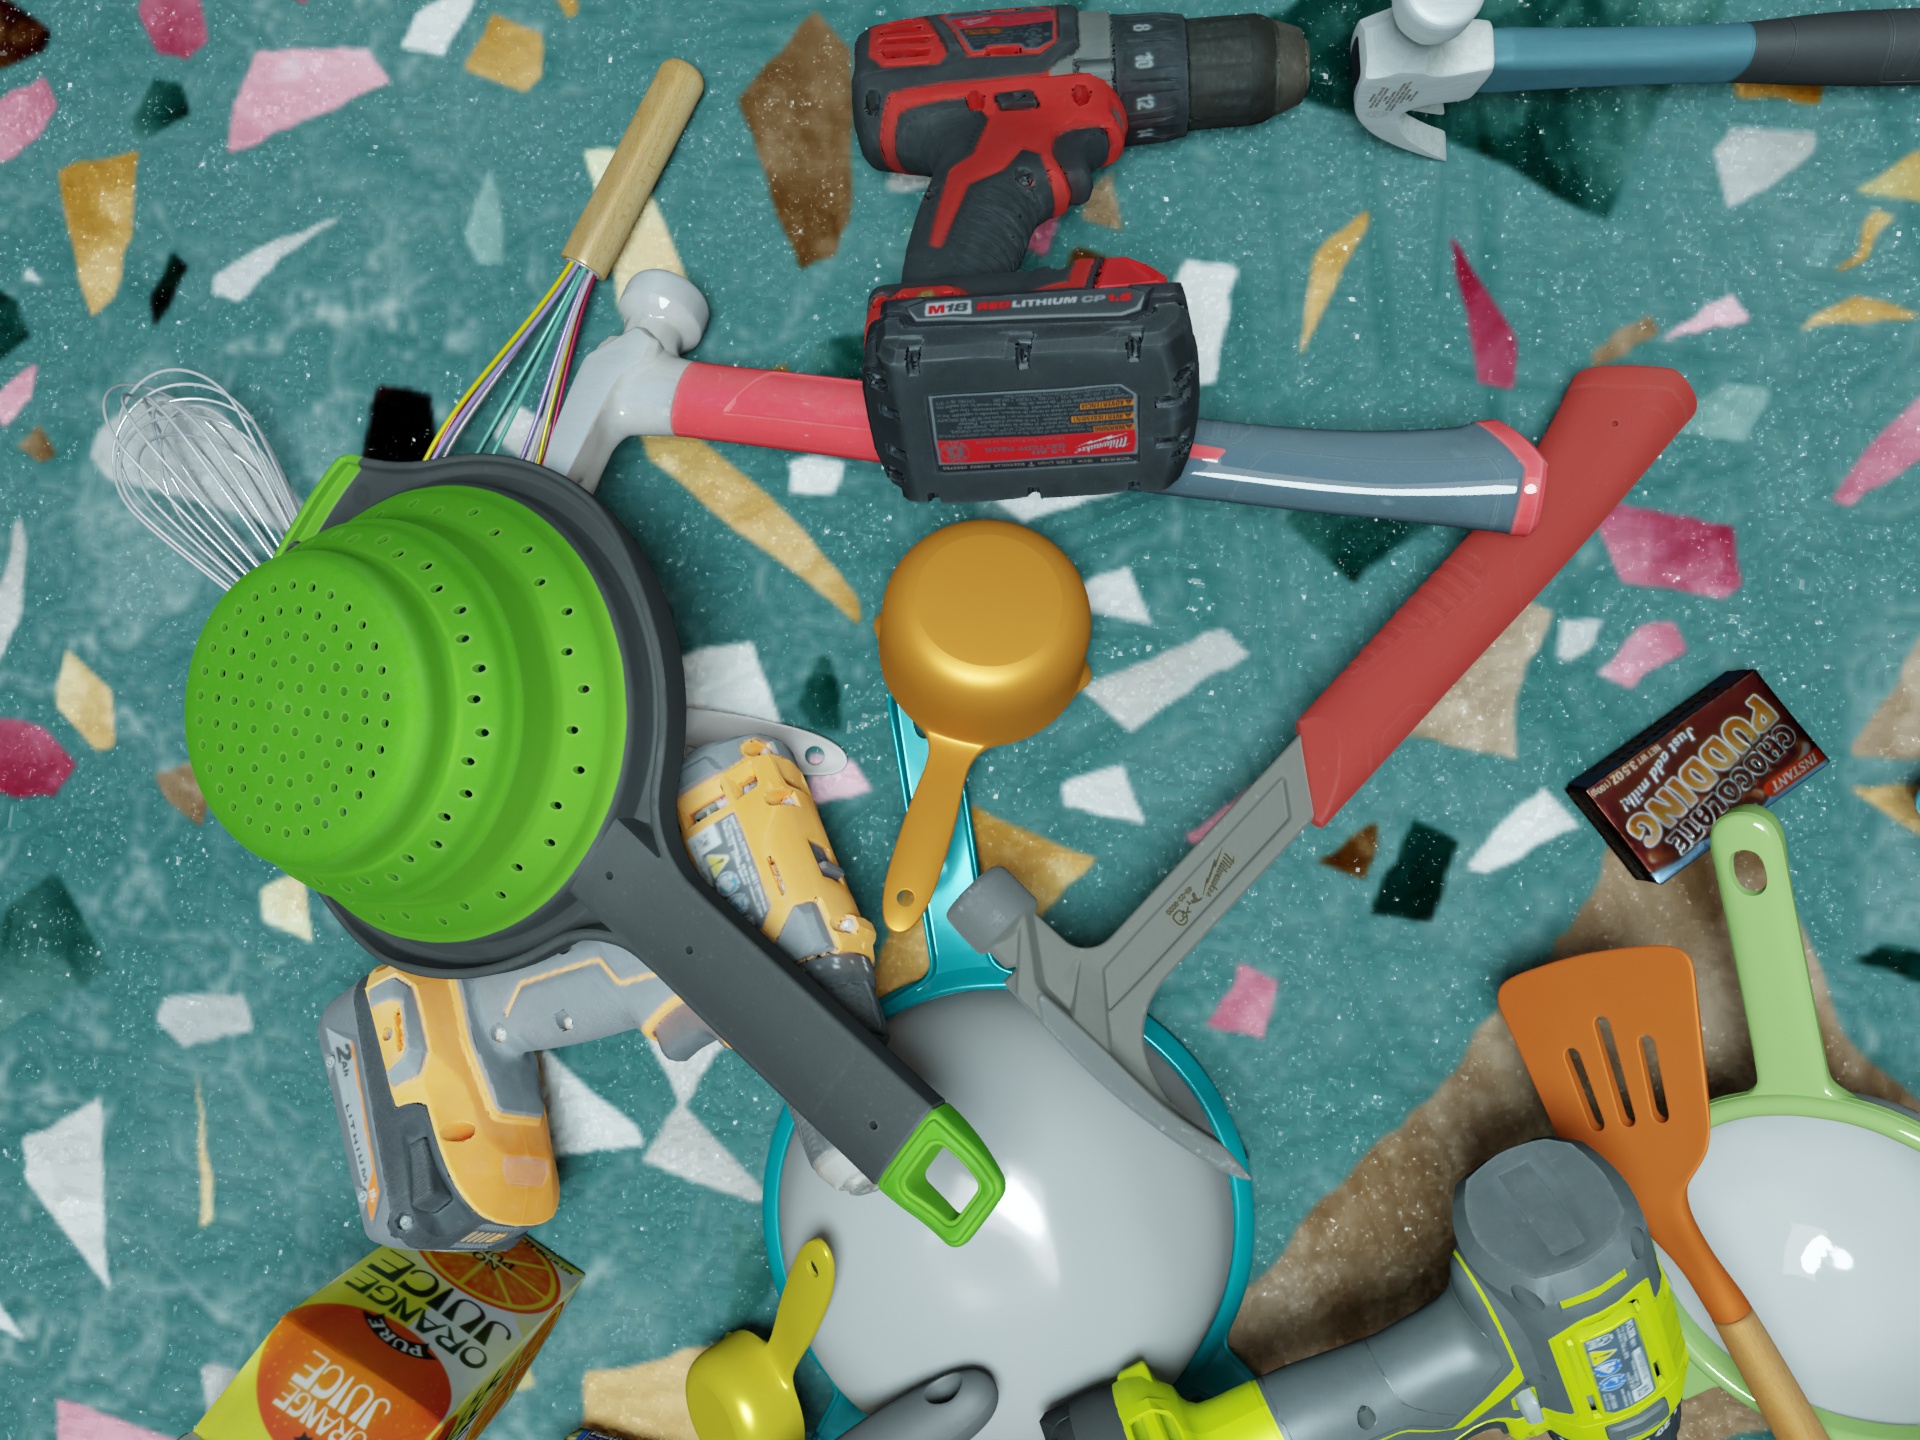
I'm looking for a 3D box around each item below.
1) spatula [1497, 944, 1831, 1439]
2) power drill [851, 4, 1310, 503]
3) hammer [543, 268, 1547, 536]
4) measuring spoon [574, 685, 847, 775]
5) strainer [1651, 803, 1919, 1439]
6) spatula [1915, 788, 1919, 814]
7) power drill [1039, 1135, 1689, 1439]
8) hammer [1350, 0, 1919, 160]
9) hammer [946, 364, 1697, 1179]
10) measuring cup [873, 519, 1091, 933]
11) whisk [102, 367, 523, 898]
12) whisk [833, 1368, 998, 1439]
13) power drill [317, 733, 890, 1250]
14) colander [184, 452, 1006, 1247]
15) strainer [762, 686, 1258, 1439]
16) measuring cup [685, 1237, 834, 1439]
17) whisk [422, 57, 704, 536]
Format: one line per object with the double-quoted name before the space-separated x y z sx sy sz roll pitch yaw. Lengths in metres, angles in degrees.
"spatula" 0.303 0.236 0.595 0.081 0.041 0.322 -27 94 47
"power drill" 0.049 -0.197 0.617 0.188 0.080 0.227 -3 57 5
"hammer" 0.026 -0.099 0.627 0.386 0.038 0.143 9 62 12
"measuring spoon" -0.110 0.005 0.701 0.124 0.018 0.034 13 90 0
"strainer" 0.326 0.146 0.600 0.151 0.069 0.256 -8 101 42
"spatula" 0.504 -0.049 0.614 0.317 0.044 0.082 -45 81 3
"power drill" 0.163 0.269 0.593 0.228 0.080 0.190 -28 125 1
"hammer" 0.314 -0.258 0.614 0.331 0.128 0.033 -3 90 -2
"hammer" 0.168 0.001 0.622 0.149 0.036 0.359 43 83 10
"measuring cup" -0.001 -0.002 0.635 0.095 0.052 0.174 15 66 4
"whisk" -0.279 -0.035 0.698 0.070 0.070 0.284 -38 90 5
"whisk" -0.082 0.313 0.604 0.239 0.055 0.055 -37 85 11
"power drill" -0.132 0.135 0.635 0.226 0.084 0.186 -31 63 10
"colander" -0.151 0.045 0.558 0.397 0.094 0.204 39 103 19
"strainer" 0.004 0.147 0.642 0.211 0.095 0.340 -9 89 6
"measuring cup" -0.080 0.254 0.636 0.062 0.029 0.156 48 137 28
"whisk" -0.174 -0.178 0.700 0.047 0.051 0.245 27 88 -15
